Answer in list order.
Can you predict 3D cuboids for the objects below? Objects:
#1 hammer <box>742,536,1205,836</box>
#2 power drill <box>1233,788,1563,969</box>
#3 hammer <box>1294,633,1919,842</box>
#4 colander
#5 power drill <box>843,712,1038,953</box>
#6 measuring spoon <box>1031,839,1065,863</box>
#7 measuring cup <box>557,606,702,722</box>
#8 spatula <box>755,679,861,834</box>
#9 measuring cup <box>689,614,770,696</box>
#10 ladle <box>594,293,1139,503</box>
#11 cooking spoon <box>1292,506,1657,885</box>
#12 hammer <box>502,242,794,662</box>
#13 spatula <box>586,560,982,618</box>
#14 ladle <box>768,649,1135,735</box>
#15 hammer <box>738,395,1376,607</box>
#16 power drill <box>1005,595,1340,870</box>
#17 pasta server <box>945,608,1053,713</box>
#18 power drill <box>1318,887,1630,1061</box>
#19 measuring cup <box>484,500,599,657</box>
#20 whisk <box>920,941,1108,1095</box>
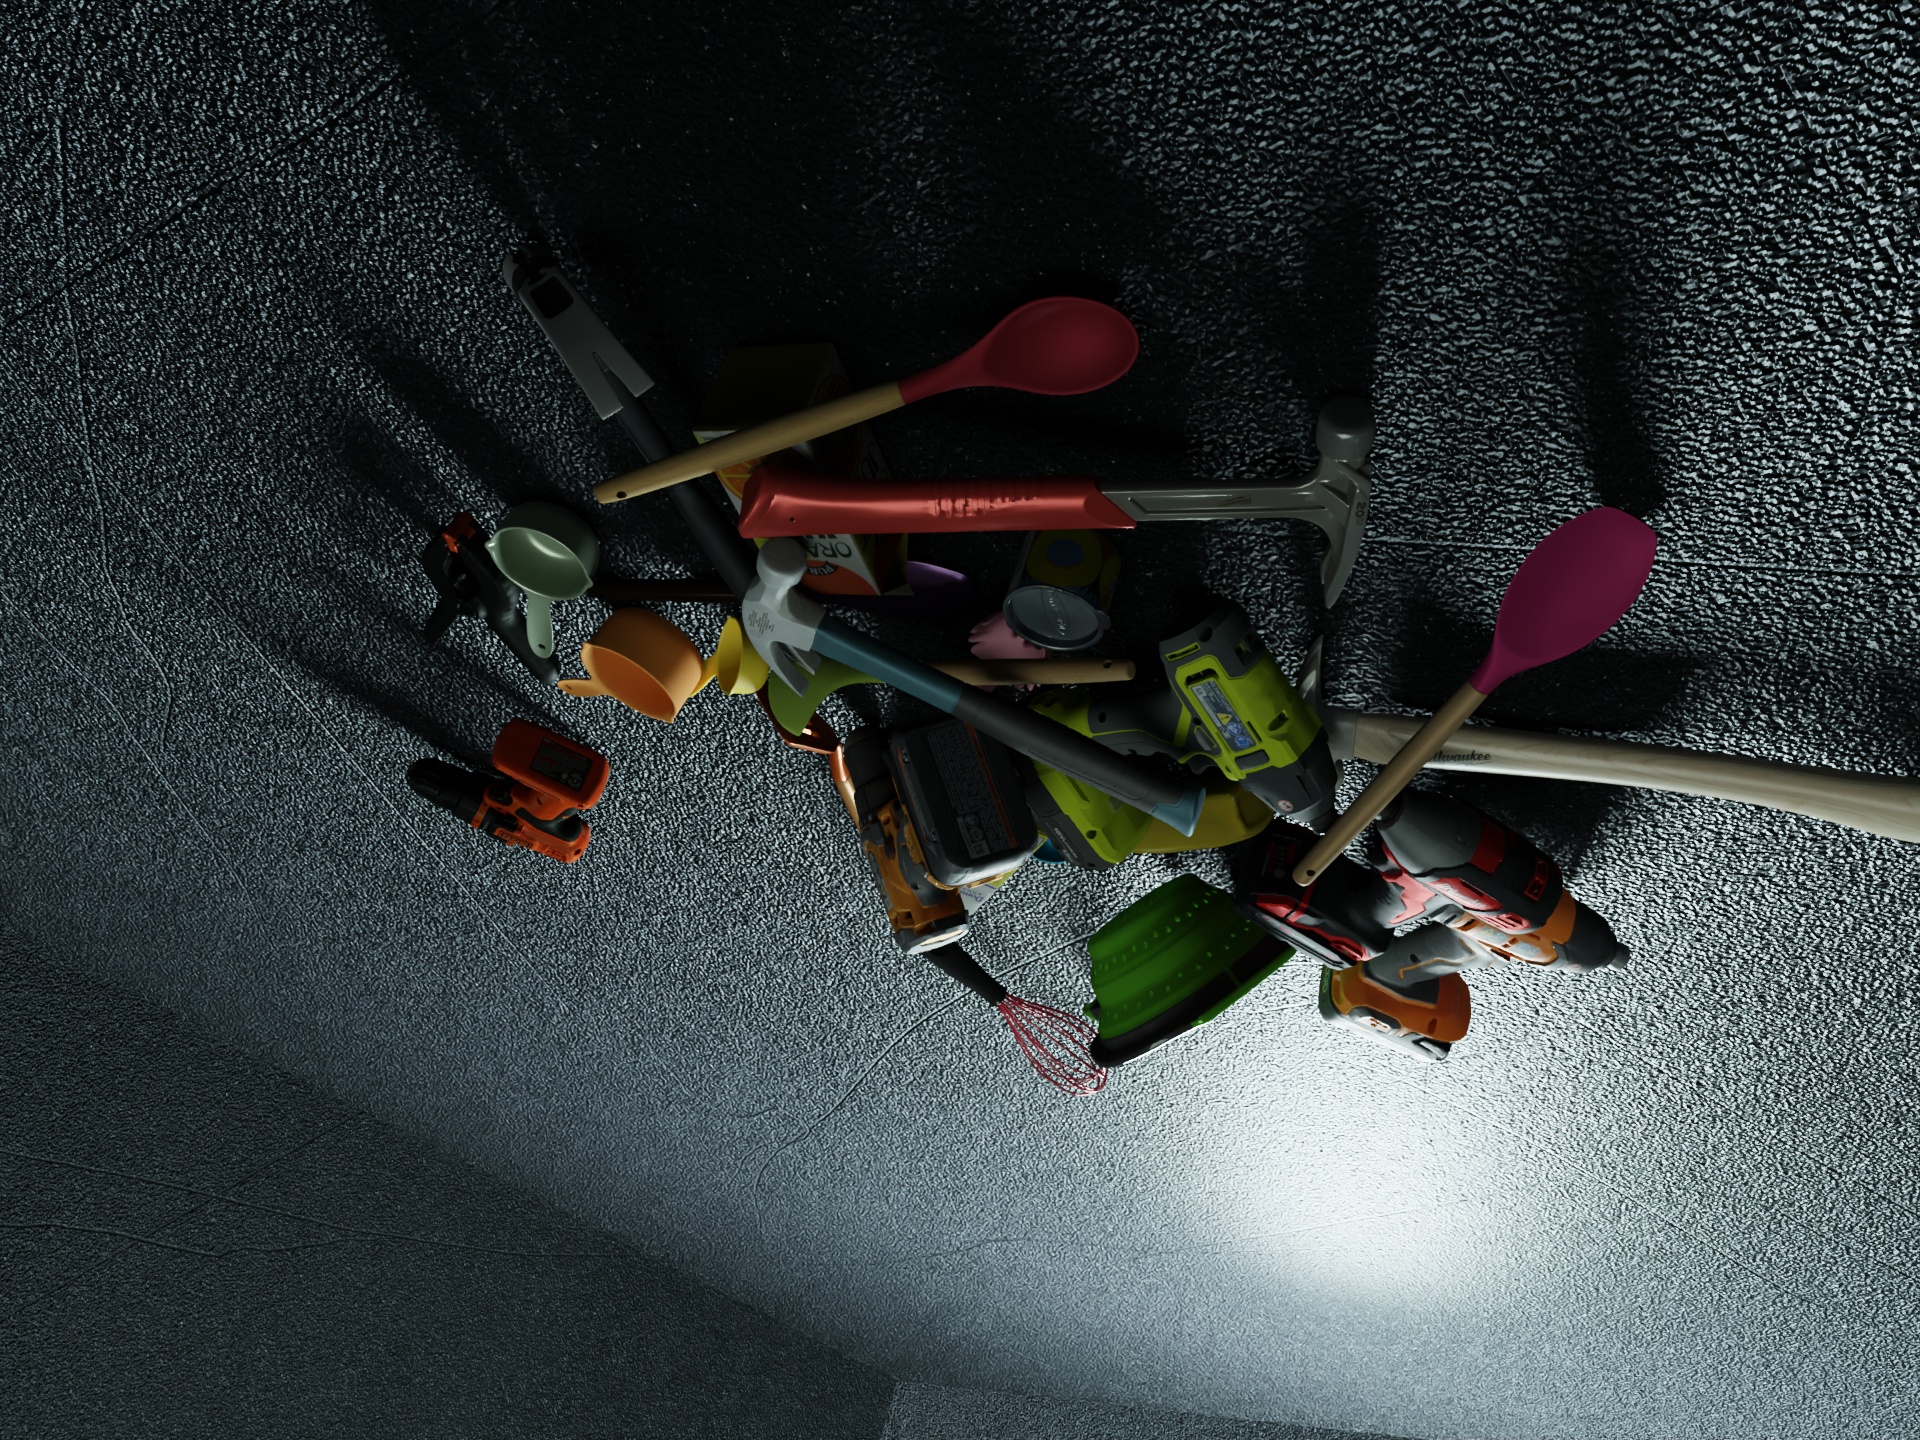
[{"bbox_3d":[0.011,-0.009,1.034,0.331,0.033,0.128,26,151,-3],"label":"hammer"},{"bbox_3d":[0.296,0.106,1.119,0.143,0.079,0.219,31,155,-14],"label":"power drill"},{"bbox_3d":[0.421,0.022,1.030,0.411,0.038,0.146,7,145,16],"label":"hammer"},{"bbox_3d":[0.156,0.210,1.395,0.094,0.204,0.397,55,162,4],"label":"colander"},{"bbox_3d":[-0.029,0.062,1.184,0.084,0.185,0.226,-15,163,-20],"label":"power drill"},{"bbox_3d":[0.115,0.094,1.318,0.128,0.021,0.042,-11,138,24],"label":"measuring spoon"},{"bbox_3d":[-0.269,-0.046,1.267,0.095,0.052,0.174,46,153,-27],"label":"measuring cup"},{"bbox_3d":[-0.103,0.062,1.346,0.041,0.081,0.322,-29,146,-6],"label":"spatula"},{"bbox_3d":[-0.183,-0.039,1.242,0.029,0.062,0.156,4,168,-25],"label":"measuring cup"},{"bbox_3d":[-0.056,-0.172,0.881,0.315,0.031,0.069,-17,140,8],"label":"ladle"},{"bbox_3d":[0.299,-0.004,0.969,0.068,0.017,0.318,27,124,-10],"label":"cooking spoon"},{"bbox_3d":[-0.172,-0.143,1.011,0.146,0.035,0.334,51,174,39],"label":"hammer"},{"bbox_3d":[-0.136,-0.095,1.150,0.316,0.018,0.059,2,142,22],"label":"spatula"},{"bbox_3d":[-0.013,-0.027,1.106,0.320,0.078,0.062,0,149,38],"label":"ladle"},{"bbox_3d":[0.052,-0.120,0.923,0.359,0.037,0.149,-1,144,3],"label":"hammer"},{"bbox_3d":[0.144,0.024,1.097,0.223,0.080,0.171,-22,107,47],"label":"power drill"},{"bbox_3d":[-0.002,-0.004,1.203,0.060,0.040,0.316,39,148,-1],"label":"pasta server"},{"bbox_3d":[0.402,0.191,1.257,0.164,0.084,0.226,23,144,-7],"label":"power drill"},{"bbox_3d":[-0.311,-0.104,1.202,0.083,0.038,0.167,20,147,-2],"label":"measuring cup"},{"bbox_3d":[0.051,0.289,1.608,0.295,0.073,0.073,42,141,-25],"label":"whisk"}]
